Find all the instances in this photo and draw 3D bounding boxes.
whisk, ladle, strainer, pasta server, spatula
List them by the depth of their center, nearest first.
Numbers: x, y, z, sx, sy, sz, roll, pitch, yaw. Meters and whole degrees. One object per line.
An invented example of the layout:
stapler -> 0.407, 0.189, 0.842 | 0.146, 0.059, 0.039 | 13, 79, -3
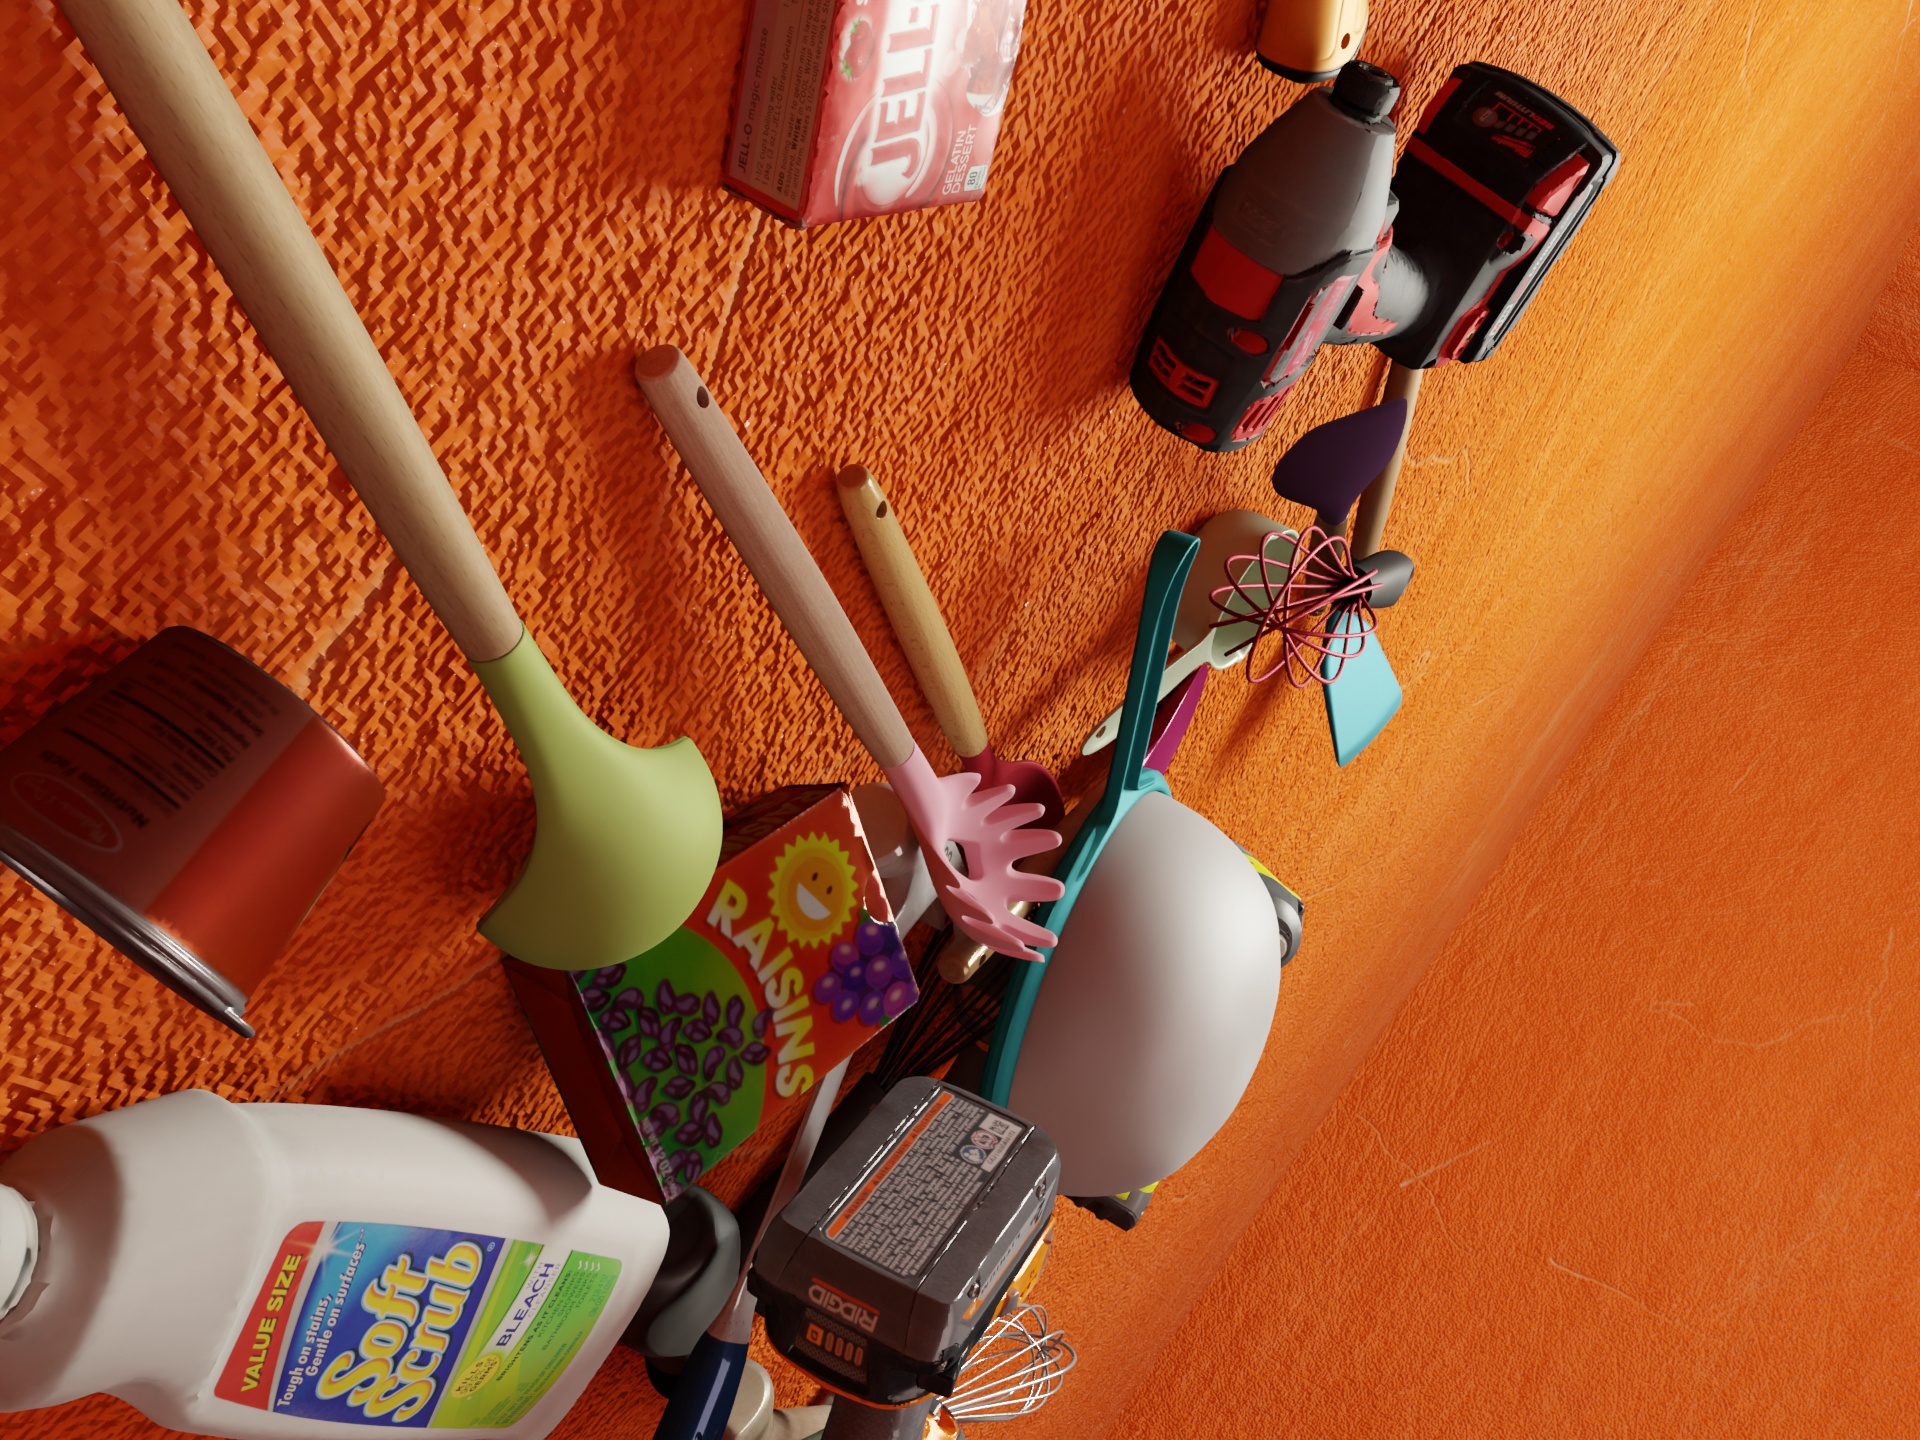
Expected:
ladle -> -0.120, -0.041, 0.347 | 0.078, 0.062, 0.319 | -44, 146, -22
pasta server -> -0.023, -0.005, 0.514 | 0.315, 0.040, 0.060 | 62, 33, -53
ladle -> -0.001, -0.002, 0.620 | 0.069, 0.031, 0.315 | -64, 157, -20
strainer -> 0.099, 0.081, 0.704 | 0.211, 0.095, 0.340 | -44, 148, -51
whisk -> -0.039, 0.171, 0.745 | 0.239, 0.055, 0.055 | -49, 155, -5
whisk -> 0.183, -0.062, 0.768 | 0.296, 0.073, 0.073 | -18, 136, -63
whisk -> -0.020, 0.339, 0.783 | 0.246, 0.059, 0.058 | 4, 88, -54
spatula -> 0.185, -0.097, 0.807 | 0.060, 0.018, 0.315 | -18, 167, 7
spatula -> 0.245, -0.113, 0.907 | 0.082, 0.044, 0.317 | -39, 146, -34

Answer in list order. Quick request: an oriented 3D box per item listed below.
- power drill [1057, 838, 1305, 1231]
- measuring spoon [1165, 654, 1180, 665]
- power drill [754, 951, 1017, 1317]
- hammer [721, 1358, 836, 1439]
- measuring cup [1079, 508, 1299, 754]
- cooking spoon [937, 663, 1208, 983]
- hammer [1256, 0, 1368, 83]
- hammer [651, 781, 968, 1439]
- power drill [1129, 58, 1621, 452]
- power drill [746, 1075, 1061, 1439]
power drill -> 0.123, 0.183, 0.961 | 0.223, 0.080, 0.171 | -58, -174, 5
measuring spoon -> 0.137, -0.055, 0.841 | 0.117, 0.011, 0.021 | -45, 159, -33
power drill -> -0.007, 0.230, 0.836 | 0.226, 0.084, 0.185 | -54, 158, -17
hammer -> -0.105, 0.385, 0.832 | 0.146, 0.038, 0.410 | -47, 161, -17
measuring cup -> 0.098, -0.041, 0.748 | 0.167, 0.038, 0.083 | -40, 151, -30
cooking spoon -> 0.064, 0.041, 0.747 | 0.319, 0.017, 0.068 | -40, 150, -57
hammer -> 0.127, -0.341, 0.435 | 0.127, 0.034, 0.336 | -40, 151, -35
hammer -> -0.083, 0.229, 0.621 | 0.144, 0.035, 0.405 | 53, 57, -66
power drill -> 0.164, -0.192, 0.624 | 0.219, 0.079, 0.143 | -27, 152, -43
power drill -> -0.039, 0.269, 0.603 | 0.164, 0.084, 0.226 | -37, 143, -58
